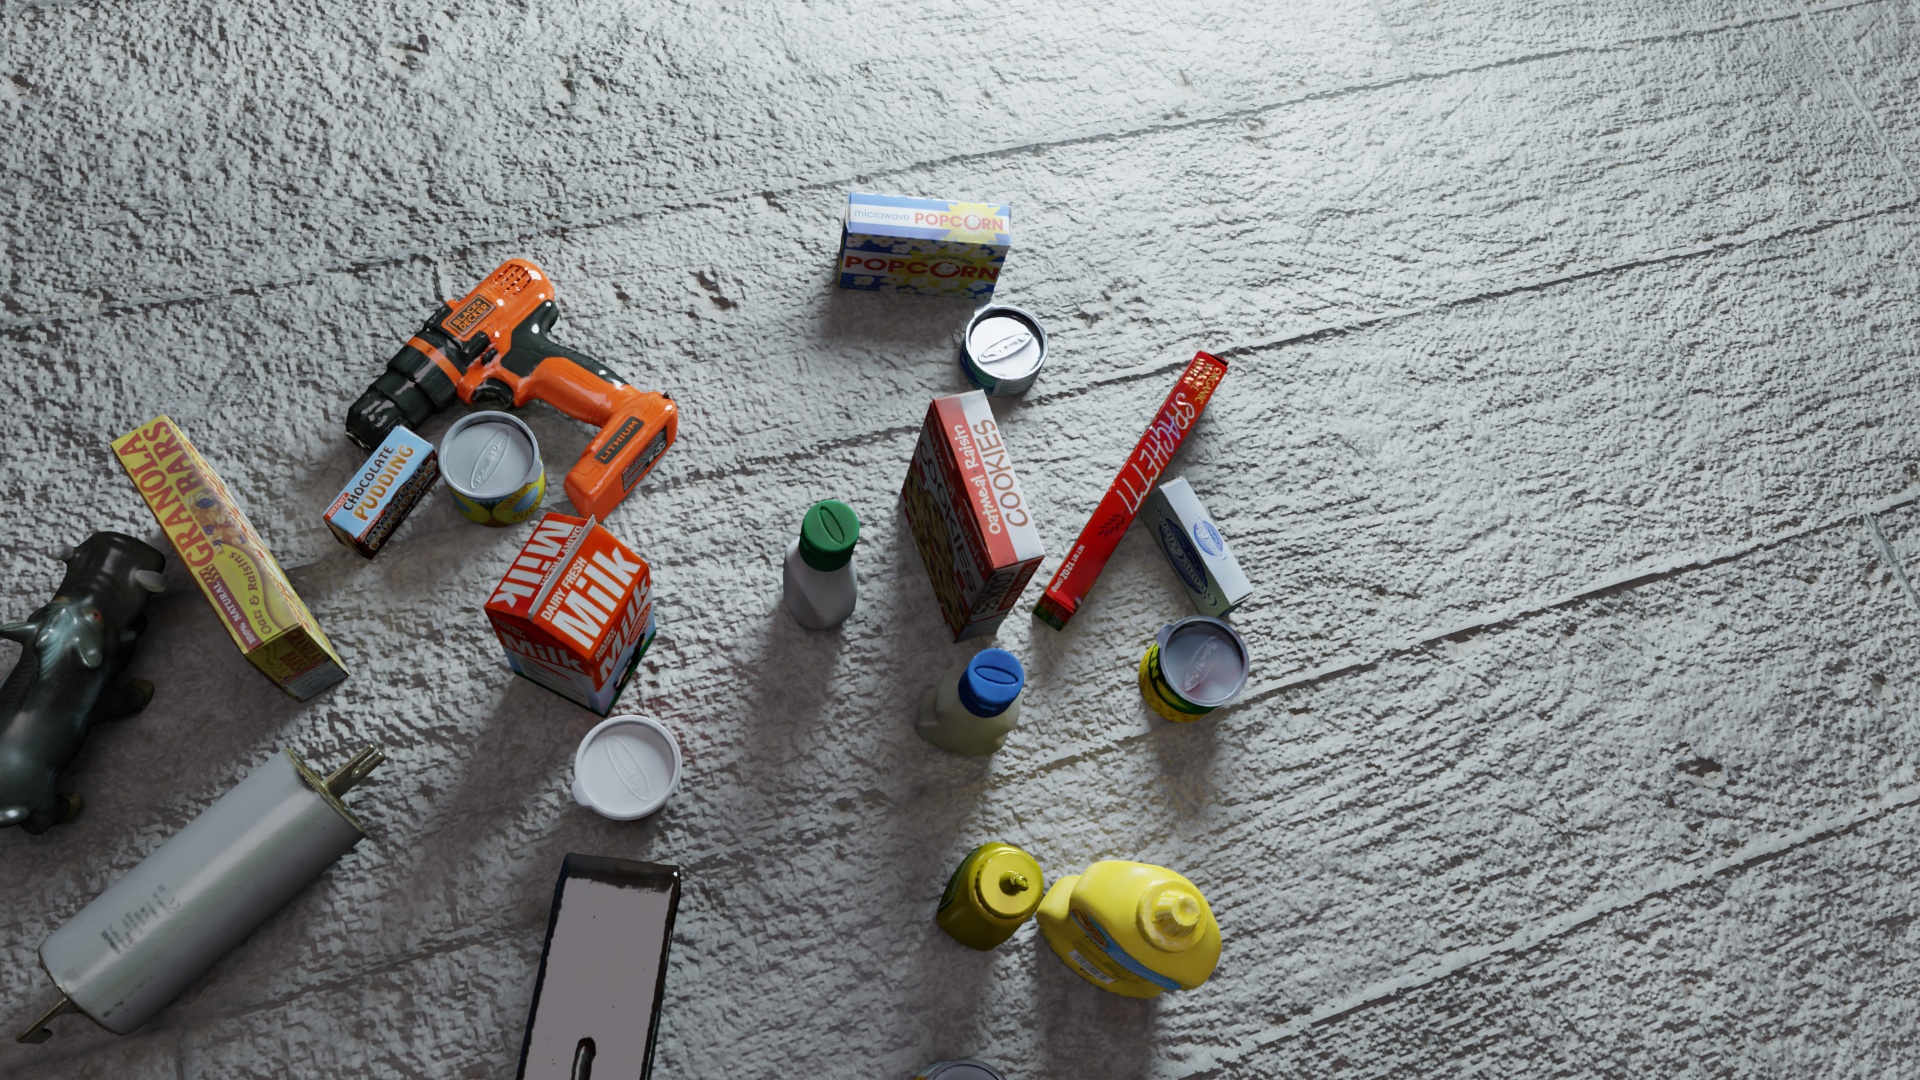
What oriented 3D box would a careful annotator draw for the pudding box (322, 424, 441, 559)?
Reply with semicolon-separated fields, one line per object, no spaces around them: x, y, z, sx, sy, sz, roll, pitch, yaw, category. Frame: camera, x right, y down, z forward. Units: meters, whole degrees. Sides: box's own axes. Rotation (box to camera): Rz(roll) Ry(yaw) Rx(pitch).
-0.397;-0.033;0.957;0.030;0.049;0.084;31;67;2;pudding box

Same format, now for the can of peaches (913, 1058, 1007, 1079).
-0.002;0.363;0.871;0.071;0.058;0.071;3;69;-9;can of peaches

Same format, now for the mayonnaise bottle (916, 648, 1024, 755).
0.011;0.108;0.923;0.065;0.147;0.041;15;68;-4;mayonnaise bottle

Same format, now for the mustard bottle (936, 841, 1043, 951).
0.022;0.220;0.875;0.049;0.159;0.065;30;68;2;mustard bottle

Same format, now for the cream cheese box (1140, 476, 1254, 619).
0.177;0.008;1.042;0.024;0.053;0.104;-25;76;-18;cream cheese box

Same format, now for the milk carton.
-0.244;0.045;0.878;0.073;0.189;0.072;27;68;1;milk carton

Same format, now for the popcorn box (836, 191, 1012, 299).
-0.030;-0.228;1.078;0.127;0.085;0.038;3;69;-9;popcorn box

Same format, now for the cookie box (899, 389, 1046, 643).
0.003;-0.012;0.957;0.040;0.166;0.123;-16;73;-15;cookie box

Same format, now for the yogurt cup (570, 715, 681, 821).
-0.218;0.154;0.915;0.072;0.053;0.072;3;69;-9;yogurt cup

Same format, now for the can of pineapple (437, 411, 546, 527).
-0.325;-0.048;0.971;0.071;0.057;0.071;3;69;-9;can of pineapple

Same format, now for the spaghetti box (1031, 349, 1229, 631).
0.131;-0.042;1.055;0.029;0.050;0.251;33;67;3;spaghetti box

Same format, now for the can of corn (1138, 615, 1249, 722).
0.165;0.093;1.005;0.071;0.058;0.071;3;69;-9;can of corn

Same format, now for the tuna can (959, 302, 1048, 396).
0.032;-0.150;1.088;0.071;0.032;0.071;3;69;-9;tuna can

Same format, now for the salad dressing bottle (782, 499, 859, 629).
-0.093;0.016;0.940;0.044;0.147;0.064;-26;76;-18;salad dressing bottle

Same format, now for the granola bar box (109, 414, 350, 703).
-0.464;0.016;0.886;0.039;0.123;0.166;-34;79;-20;granola bar box
